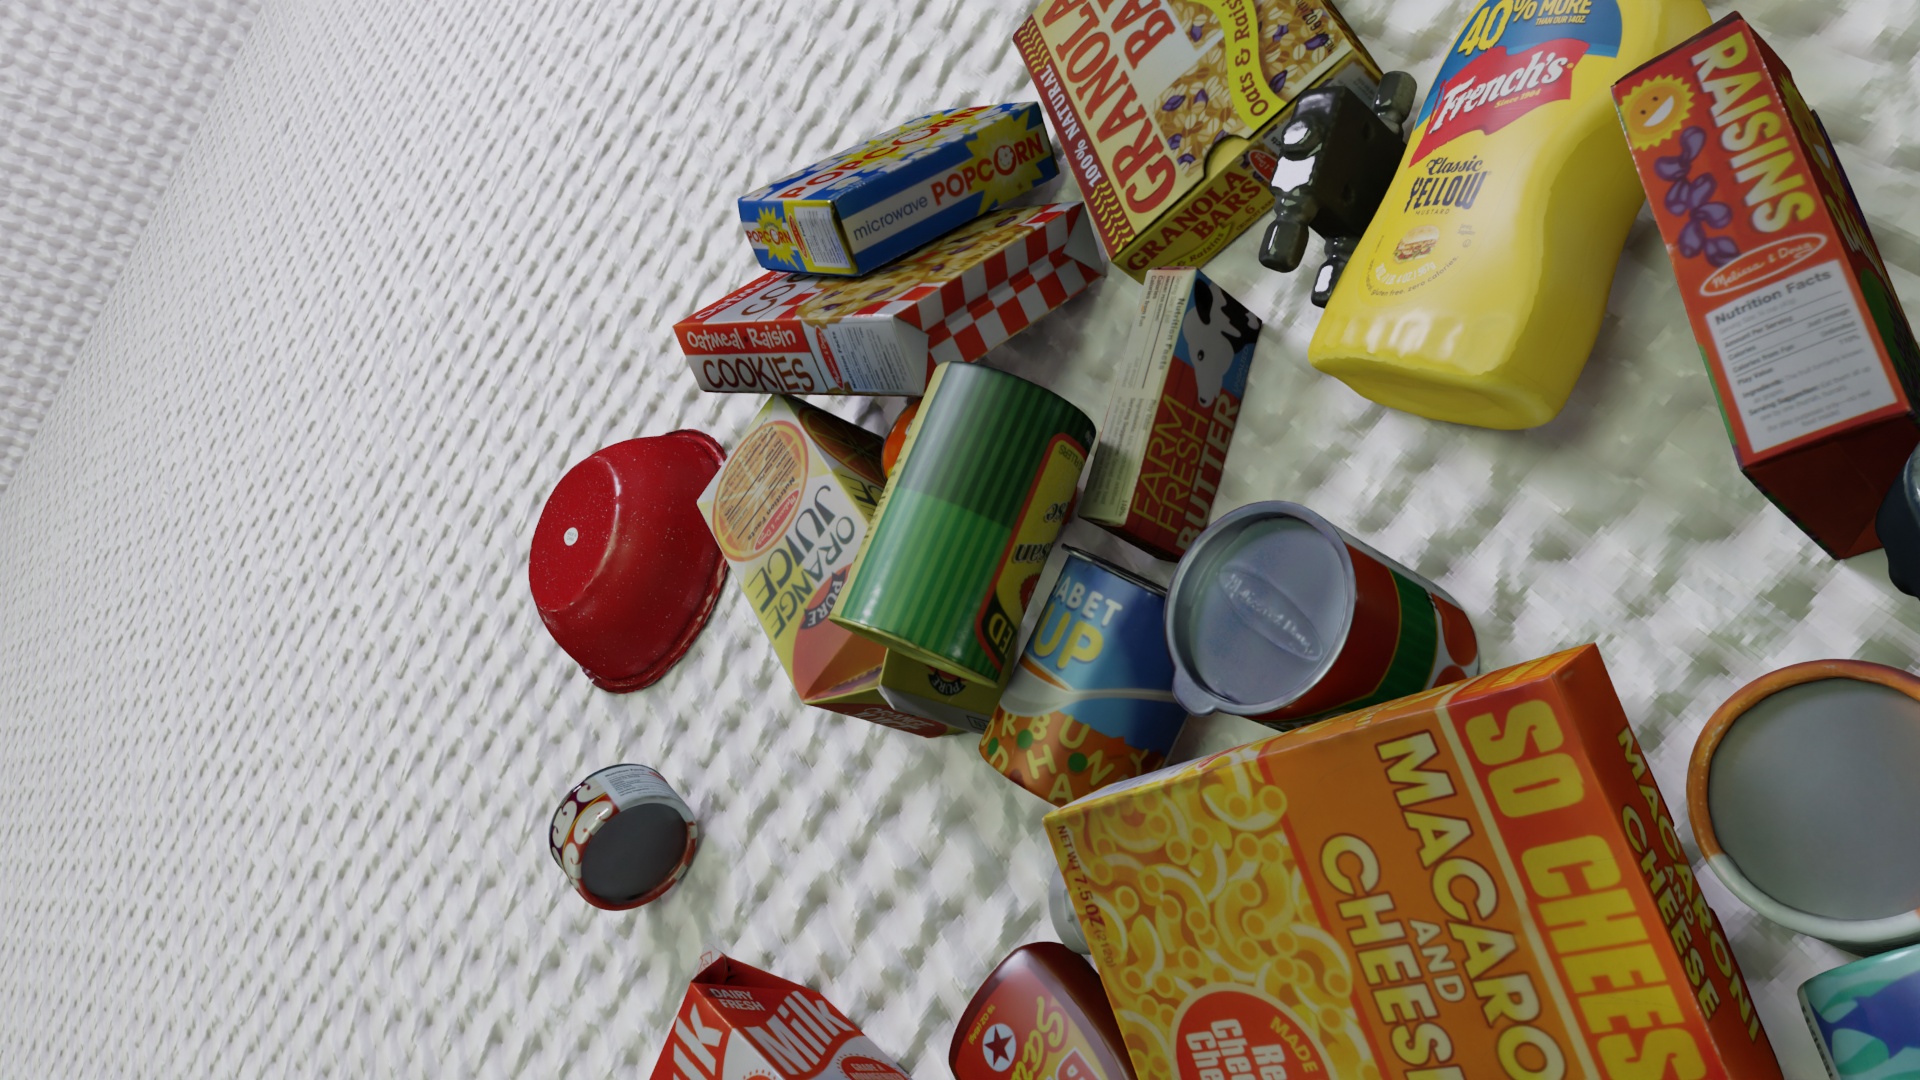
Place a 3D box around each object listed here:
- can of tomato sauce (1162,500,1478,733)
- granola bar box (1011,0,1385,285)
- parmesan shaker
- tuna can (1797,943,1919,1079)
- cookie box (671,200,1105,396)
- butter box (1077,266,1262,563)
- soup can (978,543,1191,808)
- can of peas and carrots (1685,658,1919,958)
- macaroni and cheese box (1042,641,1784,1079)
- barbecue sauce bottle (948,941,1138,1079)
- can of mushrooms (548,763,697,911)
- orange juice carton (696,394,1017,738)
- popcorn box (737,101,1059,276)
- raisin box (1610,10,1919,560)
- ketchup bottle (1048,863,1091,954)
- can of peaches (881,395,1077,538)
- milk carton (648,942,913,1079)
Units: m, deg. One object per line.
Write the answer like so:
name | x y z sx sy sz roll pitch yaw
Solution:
can of tomato sauce | 0.115 0.033 0.441 0.071 0.083 0.071 -21 59 39
granola bar box | 0.096 -0.206 0.599 0.123 0.039 0.166 -39 49 28
parmesan shaker | 0.002 -0.006 0.506 0.071 0.071 0.103 14 78 48
tuna can | 0.227 0.107 0.305 0.071 0.071 0.033 -30 53 34
cookie box | -0.036 -0.110 0.640 0.167 0.040 0.123 8 36 47
butter box | 0.081 -0.047 0.533 0.024 0.053 0.103 10 80 44
soup can | 0.050 0.052 0.507 0.071 0.071 0.083 29 94 48
can of peas and carrots | 0.220 0.064 0.337 0.070 0.058 0.071 -20 60 38
macaroni and cheese box | 0.113 0.111 0.379 0.166 0.040 0.124 -27 81 41
barbecue sauce bottle | 0.055 0.204 0.455 0.149 0.043 0.064 43 108 46
can of mushrooms | -0.168 0.150 0.690 0.033 0.071 0.071 31 96 47
orange juice carton | -0.043 0.019 0.616 0.073 0.072 0.193 -53 44 15
popcorn box | -0.029 -0.166 0.652 0.127 0.038 0.085 -33 28 -28
raisin box | 0.223 -0.067 0.372 0.040 0.086 0.124 -27 55 38
ketchup bottle | 0.095 0.114 0.453 0.148 0.043 0.065 -17 71 40
can of peaches | 0.007 -0.028 0.587 0.071 0.071 0.058 -52 45 16
milk carton | -0.066 0.233 0.543 0.191 0.073 0.072 21 89 48
